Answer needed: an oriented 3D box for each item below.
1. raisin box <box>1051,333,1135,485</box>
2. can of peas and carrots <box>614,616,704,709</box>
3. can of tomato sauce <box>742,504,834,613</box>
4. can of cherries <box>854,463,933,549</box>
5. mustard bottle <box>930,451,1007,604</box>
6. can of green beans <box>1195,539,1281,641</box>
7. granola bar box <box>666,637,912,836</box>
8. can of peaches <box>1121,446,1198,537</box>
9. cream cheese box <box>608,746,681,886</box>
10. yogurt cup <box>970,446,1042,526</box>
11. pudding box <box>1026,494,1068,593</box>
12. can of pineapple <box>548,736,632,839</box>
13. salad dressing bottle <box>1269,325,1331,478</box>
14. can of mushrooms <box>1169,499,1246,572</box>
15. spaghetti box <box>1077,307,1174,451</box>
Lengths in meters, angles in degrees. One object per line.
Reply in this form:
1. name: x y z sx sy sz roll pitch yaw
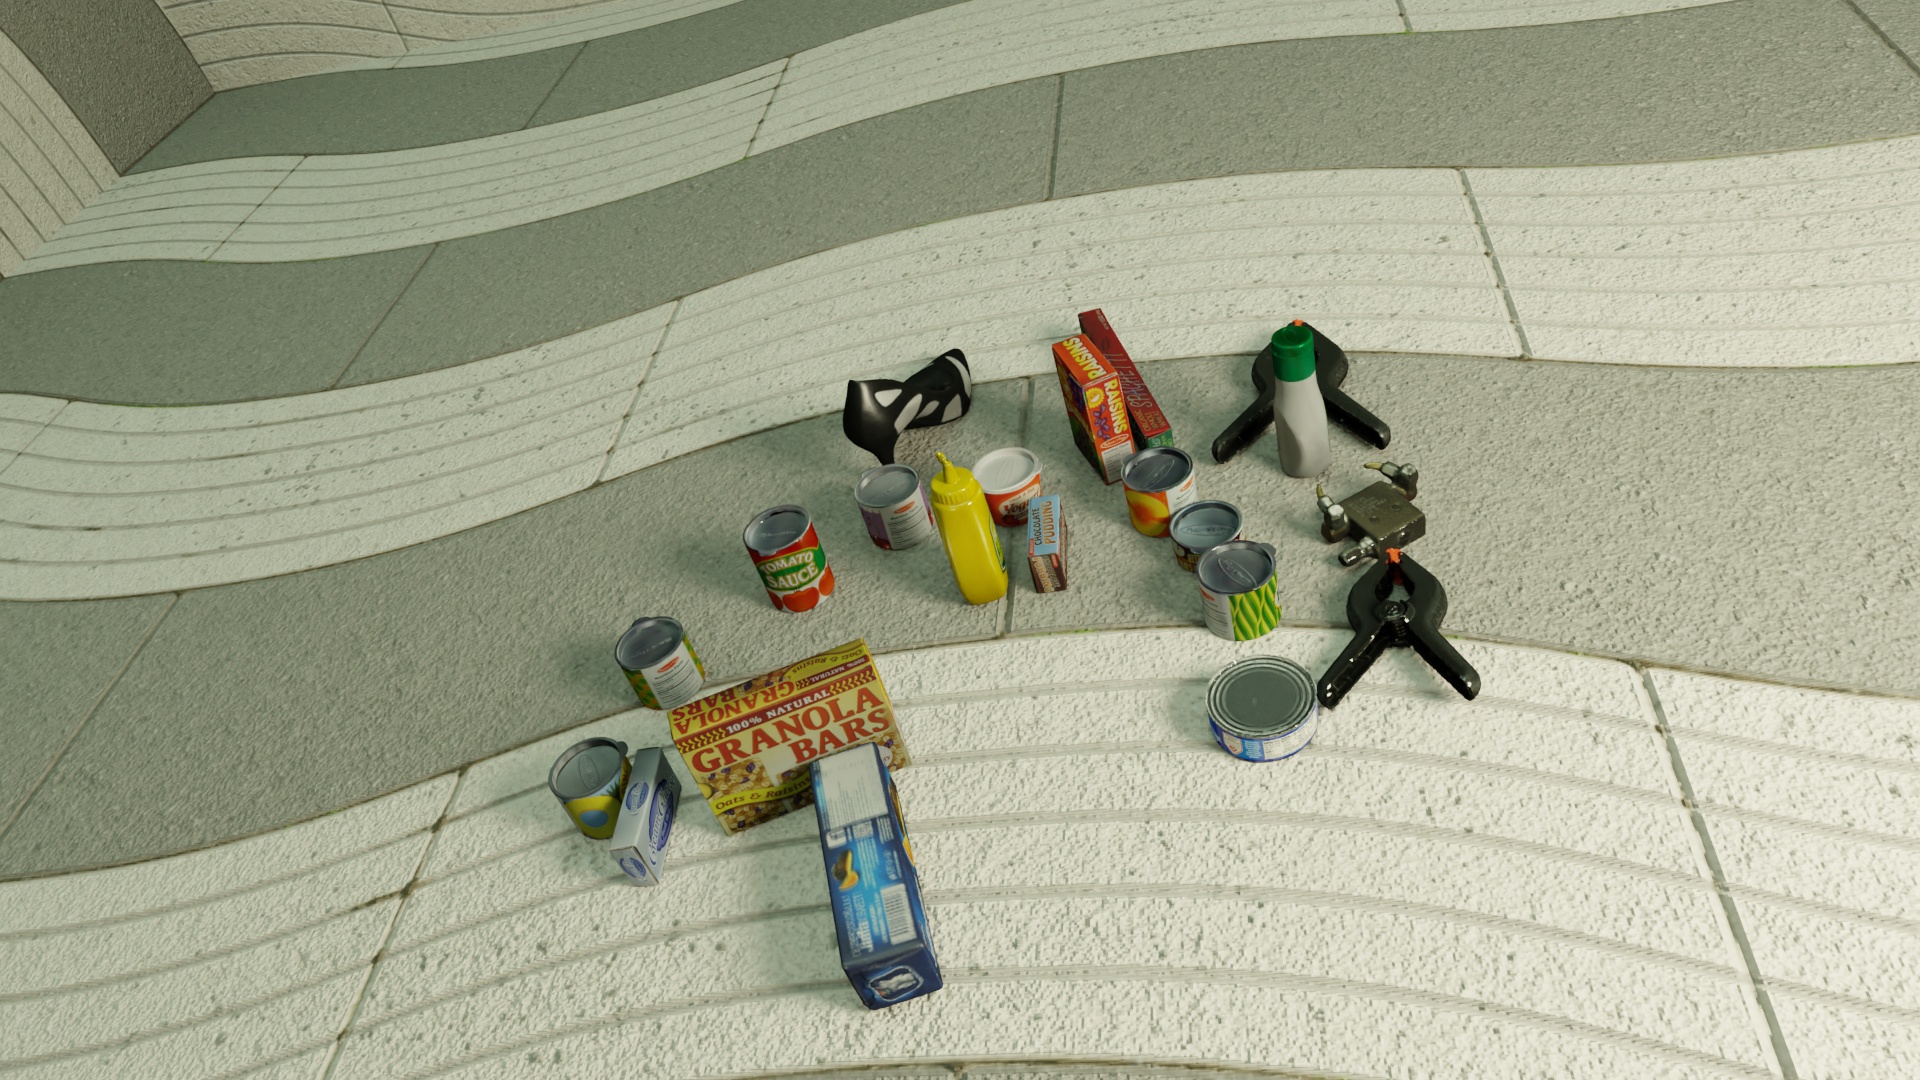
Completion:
1. raisin box: 0.131 -0.128 1.356 0.040 0.122 0.086 -22 39 -5
2. can of peas and carrots: -0.277 0.112 1.279 0.071 0.058 0.071 -10 40 9
3. can of tomato sauce: -0.162 0.019 1.325 0.071 0.082 0.071 -11 40 9
4. can of cherries: -0.066 -0.034 1.371 0.071 0.058 0.072 -10 40 9
5. mustard bottle: 0.004 -0.016 1.243 0.049 0.159 0.065 -14 39 4
6. can of green beans: 0.235 0.042 1.170 0.071 0.057 0.071 -10 40 9
7. granola bar box: -0.134 0.160 1.118 0.166 0.123 0.039 -21 39 -4
8. can of peaches: 0.185 -0.046 1.291 0.071 0.057 0.071 -10 40 9
9. cream cheese box: -0.257 0.227 1.142 0.024 0.053 0.104 -9 40 11
10. yogurt cup: 0.048 -0.050 1.351 0.072 0.053 0.073 -10 40 9
11. pudding box: 0.080 0.002 1.281 0.030 0.049 0.084 -8 40 12
12. can of pineapple: -0.304 0.209 1.176 0.071 0.057 0.071 -10 40 9
13. salad dressing bottle: 0.309 -0.126 1.268 0.044 0.147 0.064 -20 39 -2
14. can of mushrooms: 0.222 -0.002 1.245 0.071 0.033 0.071 -10 40 9
15. spaghetti box: 0.170 -0.159 1.434 0.029 0.050 0.251 -18 39 0
